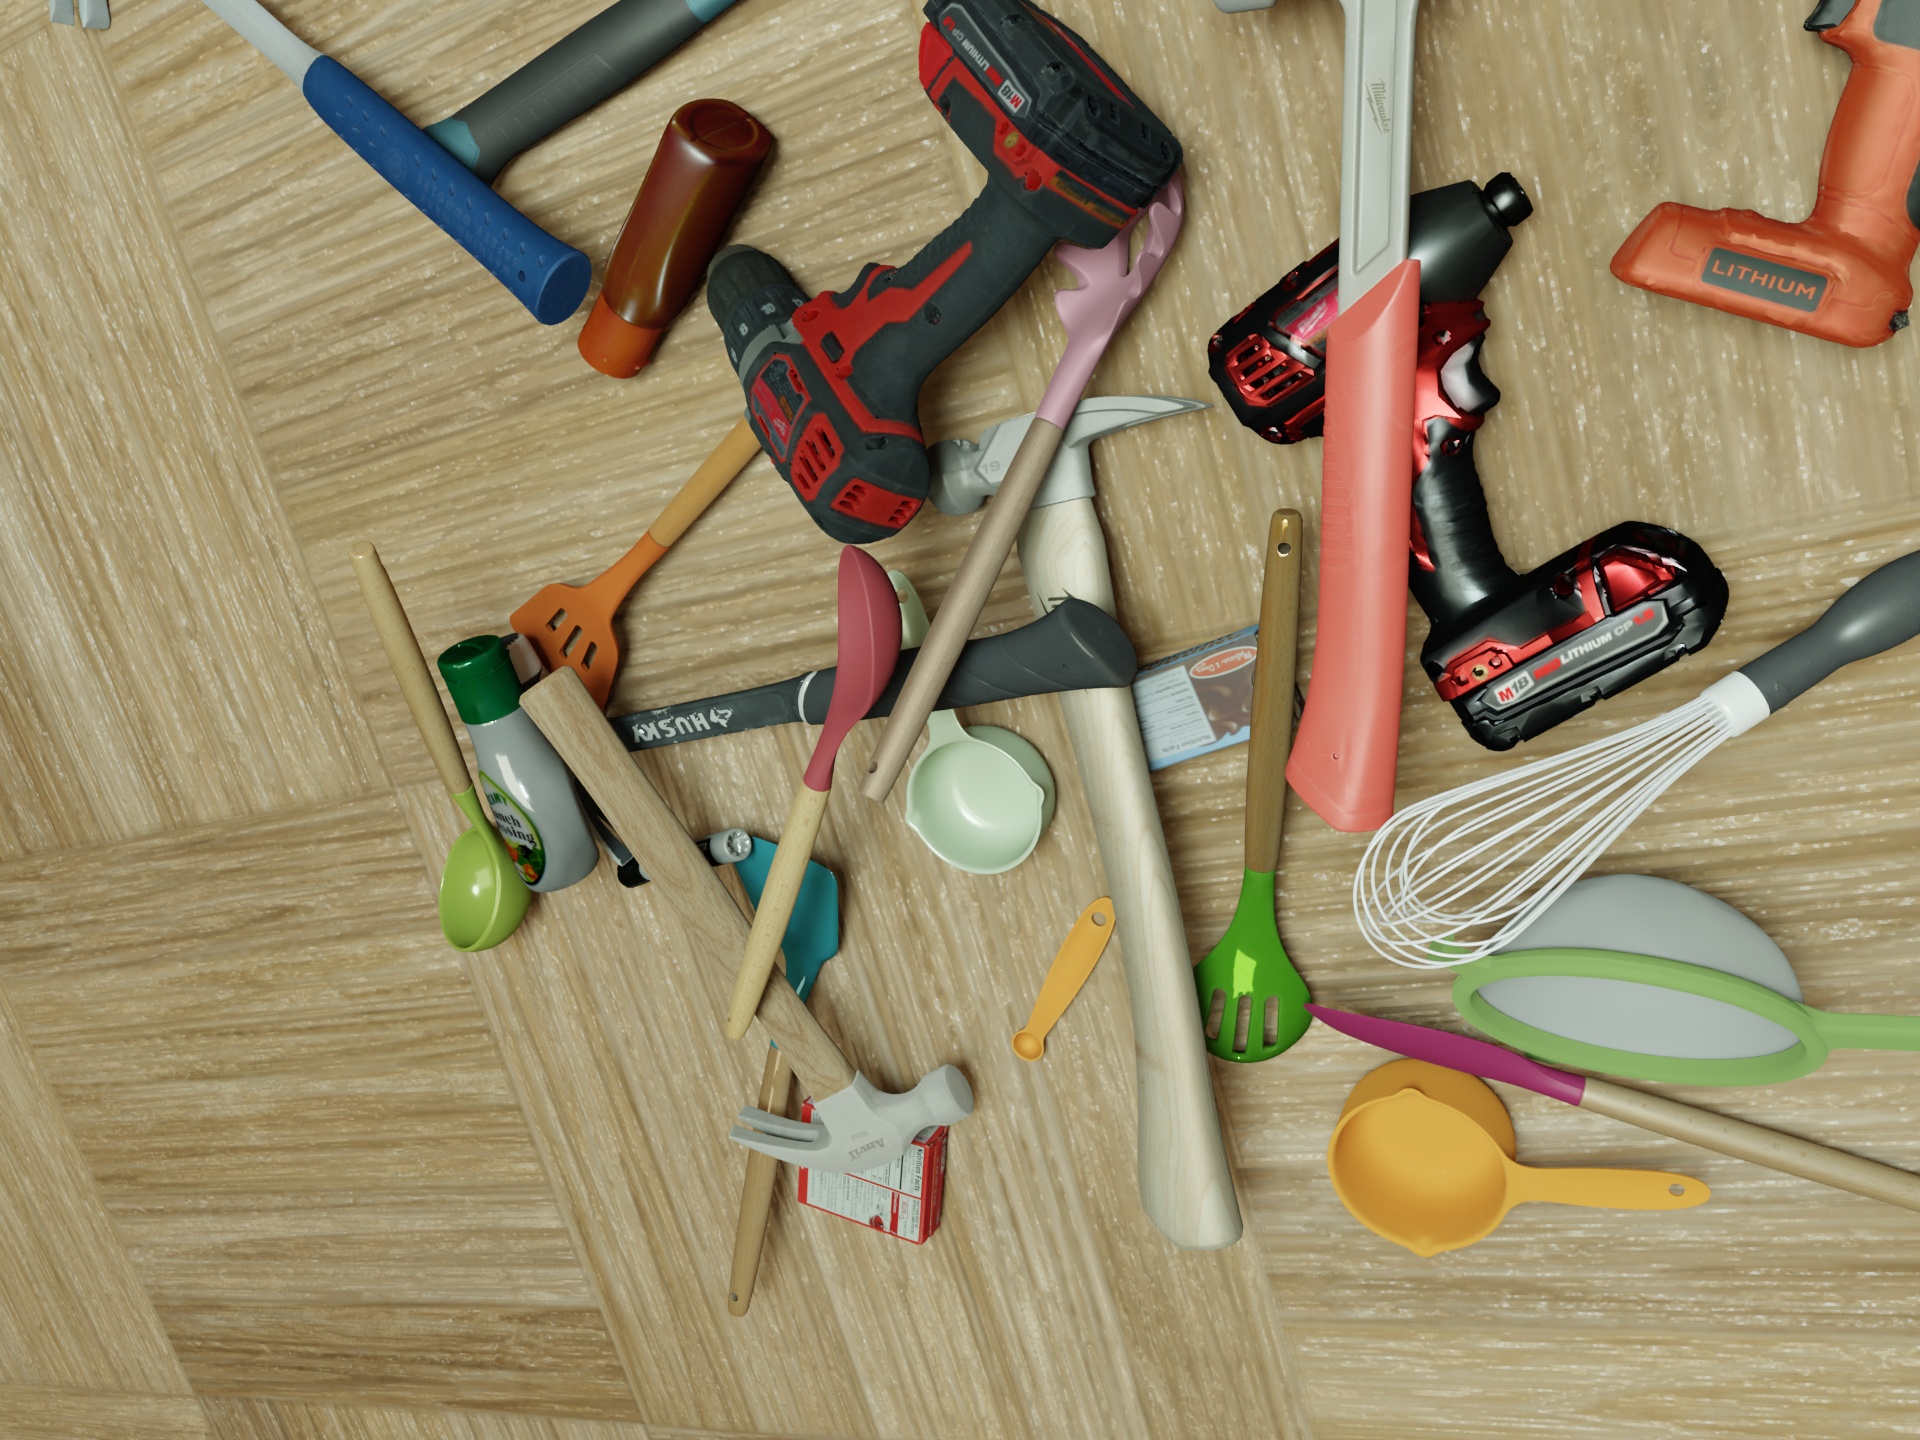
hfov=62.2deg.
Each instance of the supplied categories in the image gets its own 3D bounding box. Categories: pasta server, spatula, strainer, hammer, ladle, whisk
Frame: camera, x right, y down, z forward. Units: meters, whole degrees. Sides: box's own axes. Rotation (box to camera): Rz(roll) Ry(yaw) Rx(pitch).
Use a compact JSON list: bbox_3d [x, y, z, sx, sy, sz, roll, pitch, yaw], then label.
[{"bbox_3d":[0.023,-0.110,0.706,0.060,0.040,0.316,26,90,48],"label":"pasta server"},{"bbox_3d":[-0.145,-0.118,0.862,0.081,0.041,0.322,48,117,-1],"label":"spatula"},{"bbox_3d":[0.339,0.103,0.666,0.256,0.069,0.151,-4,150,38],"label":"strainer"},{"bbox_3d":[0.088,0.053,0.760,0.146,0.038,0.410,-9,95,36],"label":"hammer"},{"bbox_3d":[0.171,-0.130,0.626,0.149,0.037,0.359,6,107,28],"label":"hammer"},{"bbox_3d":[-0.078,0.051,0.784,0.031,0.069,0.315,4,128,-22],"label":"ladle"},{"bbox_3d":[-0.135,0.115,0.879,0.130,0.031,0.331,-31,100,18],"label":"hammer"},{"bbox_3d":[-0.346,-0.338,0.836,0.406,0.035,0.144,42,121,13],"label":"hammer"},{"bbox_3d":[-0.138,-0.341,0.766,0.331,0.033,0.128,-19,101,29],"label":"hammer"},{"bbox_3d":[-0.089,-0.004,0.823,0.409,0.036,0.149,-9,117,37],"label":"hammer"},{"bbox_3d":[-0.118,0.219,0.947,0.082,0.044,0.317,18,106,29],"label":"spatula"},{"bbox_3d":[0.285,0.012,0.643,0.284,0.070,0.070,-33,94,4],"label":"whisk"},{"bbox_3d":[-0.302,0.024,0.898,0.319,0.062,0.078,88,156,-49],"label":"ladle"}]

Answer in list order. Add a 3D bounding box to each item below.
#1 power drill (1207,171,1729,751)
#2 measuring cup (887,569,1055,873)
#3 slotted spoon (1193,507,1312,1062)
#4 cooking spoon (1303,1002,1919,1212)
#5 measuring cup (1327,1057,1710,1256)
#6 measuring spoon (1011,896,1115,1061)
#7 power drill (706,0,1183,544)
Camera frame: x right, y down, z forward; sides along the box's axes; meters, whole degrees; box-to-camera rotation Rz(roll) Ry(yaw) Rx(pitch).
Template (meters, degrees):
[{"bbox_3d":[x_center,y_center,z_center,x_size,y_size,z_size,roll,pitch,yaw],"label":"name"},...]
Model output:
[{"bbox_3d":[0.217,-0.111,0.668,0.143,0.078,0.219,-34,90,31],"label":"power drill"},{"bbox_3d":[-0.001,-0.003,0.831,0.083,0.038,0.167,-14,101,28],"label":"measuring cup"},{"bbox_3d":[0.143,0.047,0.761,0.070,0.031,0.313,5,119,11],"label":"slotted spoon"},{"bbox_3d":[0.319,0.183,0.749,0.319,0.068,0.017,15,79,13],"label":"cooking spoon"},{"bbox_3d":[0.271,0.212,0.779,0.173,0.052,0.095,-2,108,23],"label":"measuring cup"},{"bbox_3d":[0.058,0.142,0.876,0.021,0.011,0.117,31,115,12],"label":"measuring spoon"},{"bbox_3d":[-0.028,-0.215,0.718,0.226,0.080,0.188,-49,53,26],"label":"power drill"}]
